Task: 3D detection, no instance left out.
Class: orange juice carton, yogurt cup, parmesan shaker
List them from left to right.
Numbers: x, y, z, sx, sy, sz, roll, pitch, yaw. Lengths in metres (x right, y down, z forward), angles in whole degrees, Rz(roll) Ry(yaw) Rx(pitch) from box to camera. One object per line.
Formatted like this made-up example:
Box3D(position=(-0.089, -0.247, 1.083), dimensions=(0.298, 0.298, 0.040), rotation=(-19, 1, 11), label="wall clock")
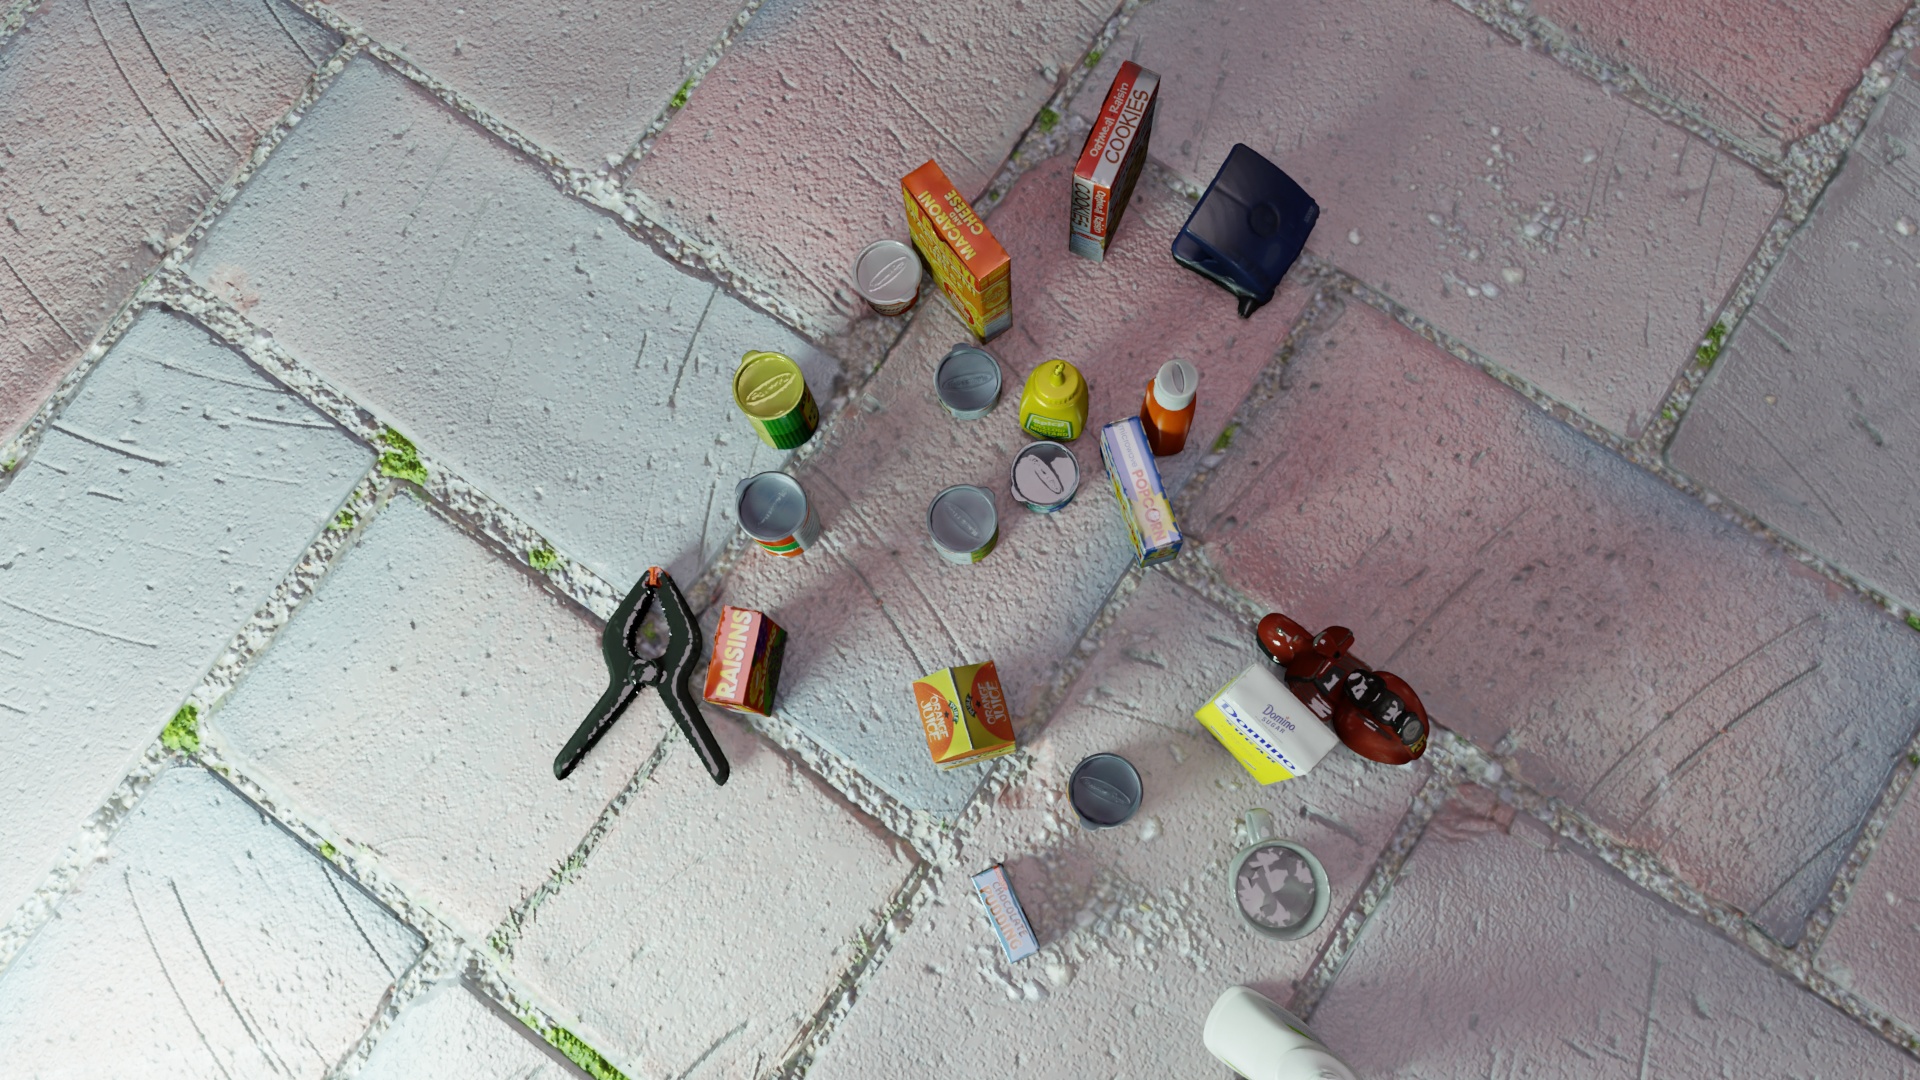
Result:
Box3D(position=(-0.175, -0.134, 1.319), dimensions=(0.071, 0.103, 0.071), rotation=(-1, 78, 3), label="parmesan shaker")
Box3D(position=(-0.070, -0.255, 1.366), dimensions=(0.072, 0.054, 0.072), rotation=(-1, 78, 3), label="yogurt cup")
Box3D(position=(0.005, 0.153, 1.201), dimensions=(0.073, 0.192, 0.072), rotation=(-15, 78, 0), label="orange juice carton")

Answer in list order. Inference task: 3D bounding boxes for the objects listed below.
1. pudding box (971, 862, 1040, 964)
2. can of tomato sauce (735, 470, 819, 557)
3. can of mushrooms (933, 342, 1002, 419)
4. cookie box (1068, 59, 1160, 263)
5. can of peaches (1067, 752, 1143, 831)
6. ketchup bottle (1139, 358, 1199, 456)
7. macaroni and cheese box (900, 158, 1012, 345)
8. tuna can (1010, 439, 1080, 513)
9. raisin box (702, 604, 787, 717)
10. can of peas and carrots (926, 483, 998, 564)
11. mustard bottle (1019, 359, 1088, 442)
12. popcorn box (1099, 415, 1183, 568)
Box3D(position=(0.041, 0.330, 1.232), dimensions=(0.030, 0.049, 0.084), rotation=(-25, 78, -3), label="pudding box")
Box3D(position=(-0.172, -0.024, 1.305), dimensions=(0.071, 0.083, 0.071), rotation=(-1, 78, 3), label="can of tomato sauce")
Box3D(position=(0.008, -0.155, 1.351), dimensions=(0.071, 0.033, 0.071), rotation=(-1, 78, 3), label="can of mushrooms")
Box3D(position=(0.143, -0.356, 1.320), dimensions=(0.040, 0.167, 0.123), rotation=(22, 80, 7), label="cookie box")
Box3D(position=(0.128, 0.228, 1.247), dimensions=(0.071, 0.058, 0.071), rotation=(-1, 78, 3), label="can of peaches")
Box3D(position=(0.192, -0.125, 1.276), dimensions=(0.043, 0.148, 0.065), rotation=(-9, 78, 1), label="ketchup bottle")
Box3D(position=(-0.002, -0.267, 1.308), dimensions=(0.040, 0.166, 0.124), rotation=(-35, 78, -5), label="macaroni and cheese box")
Box3D(position=(0.079, -0.059, 1.326), dimensions=(0.071, 0.032, 0.071), rotation=(-1, 78, 3), label="tuna can")
Box3D(position=(-0.193, 0.111, 1.255), dimensions=(0.040, 0.123, 0.086), rotation=(10, 79, 5), label="raisin box")
Box3D(position=(0.005, -0.016, 1.307), dimensions=(0.071, 0.058, 0.071), rotation=(-1, 78, 3), label="can of peas and carrots")
Box3D(position=(0.086, -0.132, 1.277), dimensions=(0.065, 0.160, 0.049), rotation=(12, 79, 5), label="mustard bottle")
Box3D(position=(0.166, -0.044, 1.291), dimensions=(0.038, 0.085, 0.127), rotation=(-17, 77, -1), label="popcorn box")
